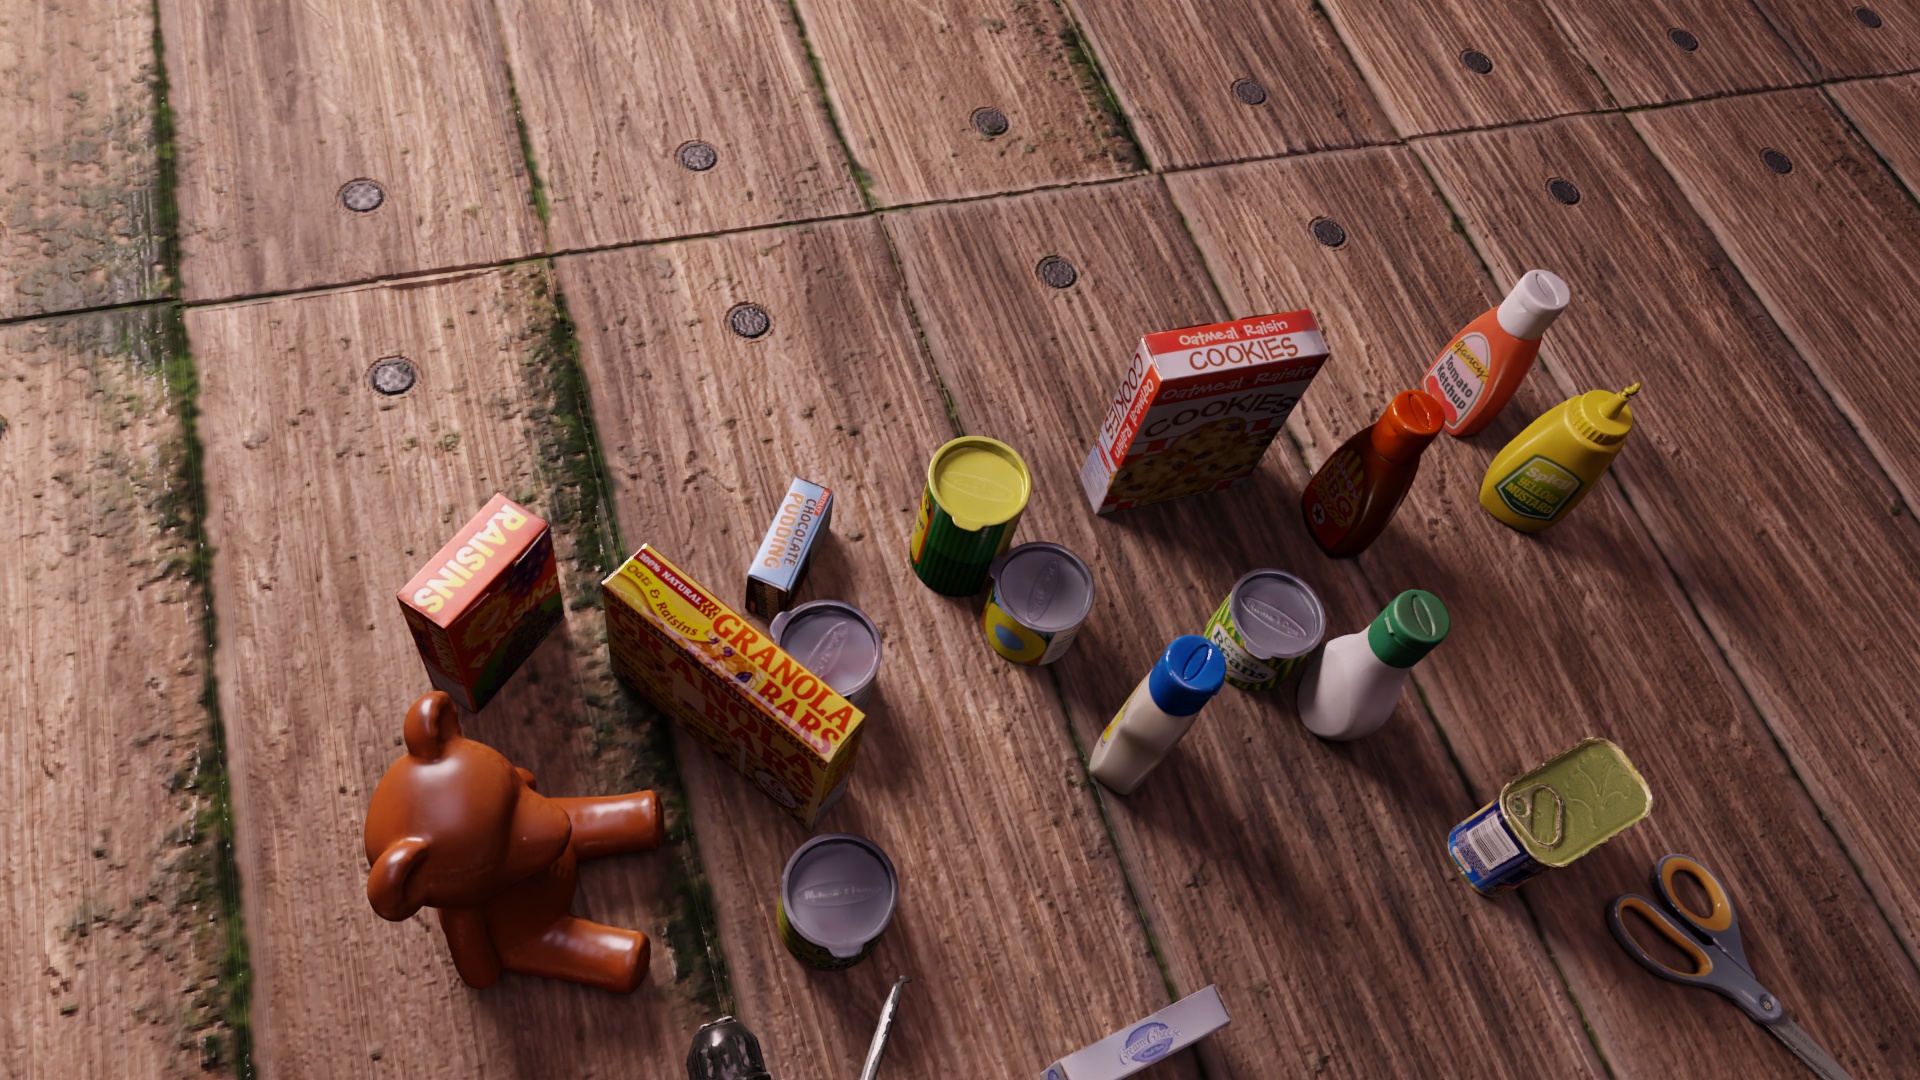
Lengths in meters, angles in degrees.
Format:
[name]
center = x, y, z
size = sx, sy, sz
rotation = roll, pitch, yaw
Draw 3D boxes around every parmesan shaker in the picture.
[parmesan shaker]
center = 0.003, -0.011, 0.915
size = 0.071, 0.102, 0.071
rotation = 5, 60, -8

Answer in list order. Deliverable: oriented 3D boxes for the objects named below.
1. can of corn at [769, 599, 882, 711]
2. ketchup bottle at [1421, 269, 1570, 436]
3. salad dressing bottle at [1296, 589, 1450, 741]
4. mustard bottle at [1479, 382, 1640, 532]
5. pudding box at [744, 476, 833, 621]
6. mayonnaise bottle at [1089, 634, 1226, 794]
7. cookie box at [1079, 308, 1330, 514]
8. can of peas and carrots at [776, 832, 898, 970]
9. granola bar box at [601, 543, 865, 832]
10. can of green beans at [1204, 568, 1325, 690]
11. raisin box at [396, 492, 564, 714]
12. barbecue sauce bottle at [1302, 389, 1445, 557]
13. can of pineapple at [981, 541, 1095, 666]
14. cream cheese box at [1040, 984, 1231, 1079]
[can of corn]
center = -0.087, 0.078, 0.872
size = 0.071, 0.058, 0.071
rotation = 5, 60, -8
[ketchup bottle]
center = 0.401, -0.142, 1.040
size = 0.043, 0.148, 0.065
rotation = -13, 64, -17
[salad dressing bottle]
center = 0.262, 0.080, 0.886
size = 0.044, 0.147, 0.064
rotation = -5, 62, -14
[mustard bottle]
center = 0.435, -0.065, 0.996
size = 0.065, 0.159, 0.049
rotation = 32, 60, 8
[pudding box]
center = -0.112, 0.006, 0.913
size = 0.030, 0.049, 0.084
rotation = 21, 59, 1
[mayonnaise bottle]
center = 0.121, 0.104, 0.845
size = 0.041, 0.147, 0.065
rotation = 34, 60, 9
[cookie box]
center = 0.162, -0.086, 0.951
size = 0.123, 0.166, 0.040
rotation = -12, 64, -17
[can of peas and carrots]
center = -0.071, 0.211, 0.798
size = 0.071, 0.058, 0.071
rotation = 5, 60, -8
[granola bar box]
center = -0.134, 0.089, 0.818
size = 0.166, 0.123, 0.039
rotation = 37, 61, 11
[can of green beans]
center = 0.204, 0.061, 0.938
size = 0.071, 0.057, 0.071
rotation = 5, 60, -8
[raisin box]
center = -0.279, 0.039, 0.819
size = 0.040, 0.122, 0.086
rotation = 32, 60, 8
[barbecue sauce bottle]
center = 0.287, -0.048, 0.964
size = 0.044, 0.147, 0.065
rotation = -9, 63, -16
[can of pineapple]
center = 0.049, 0.041, 0.919
size = 0.071, 0.057, 0.071
rotation = 5, 60, -8
[cream cheese box]
center = 0.099, 0.289, 0.789
size = 0.104, 0.053, 0.024
rotation = -19, 66, -20
